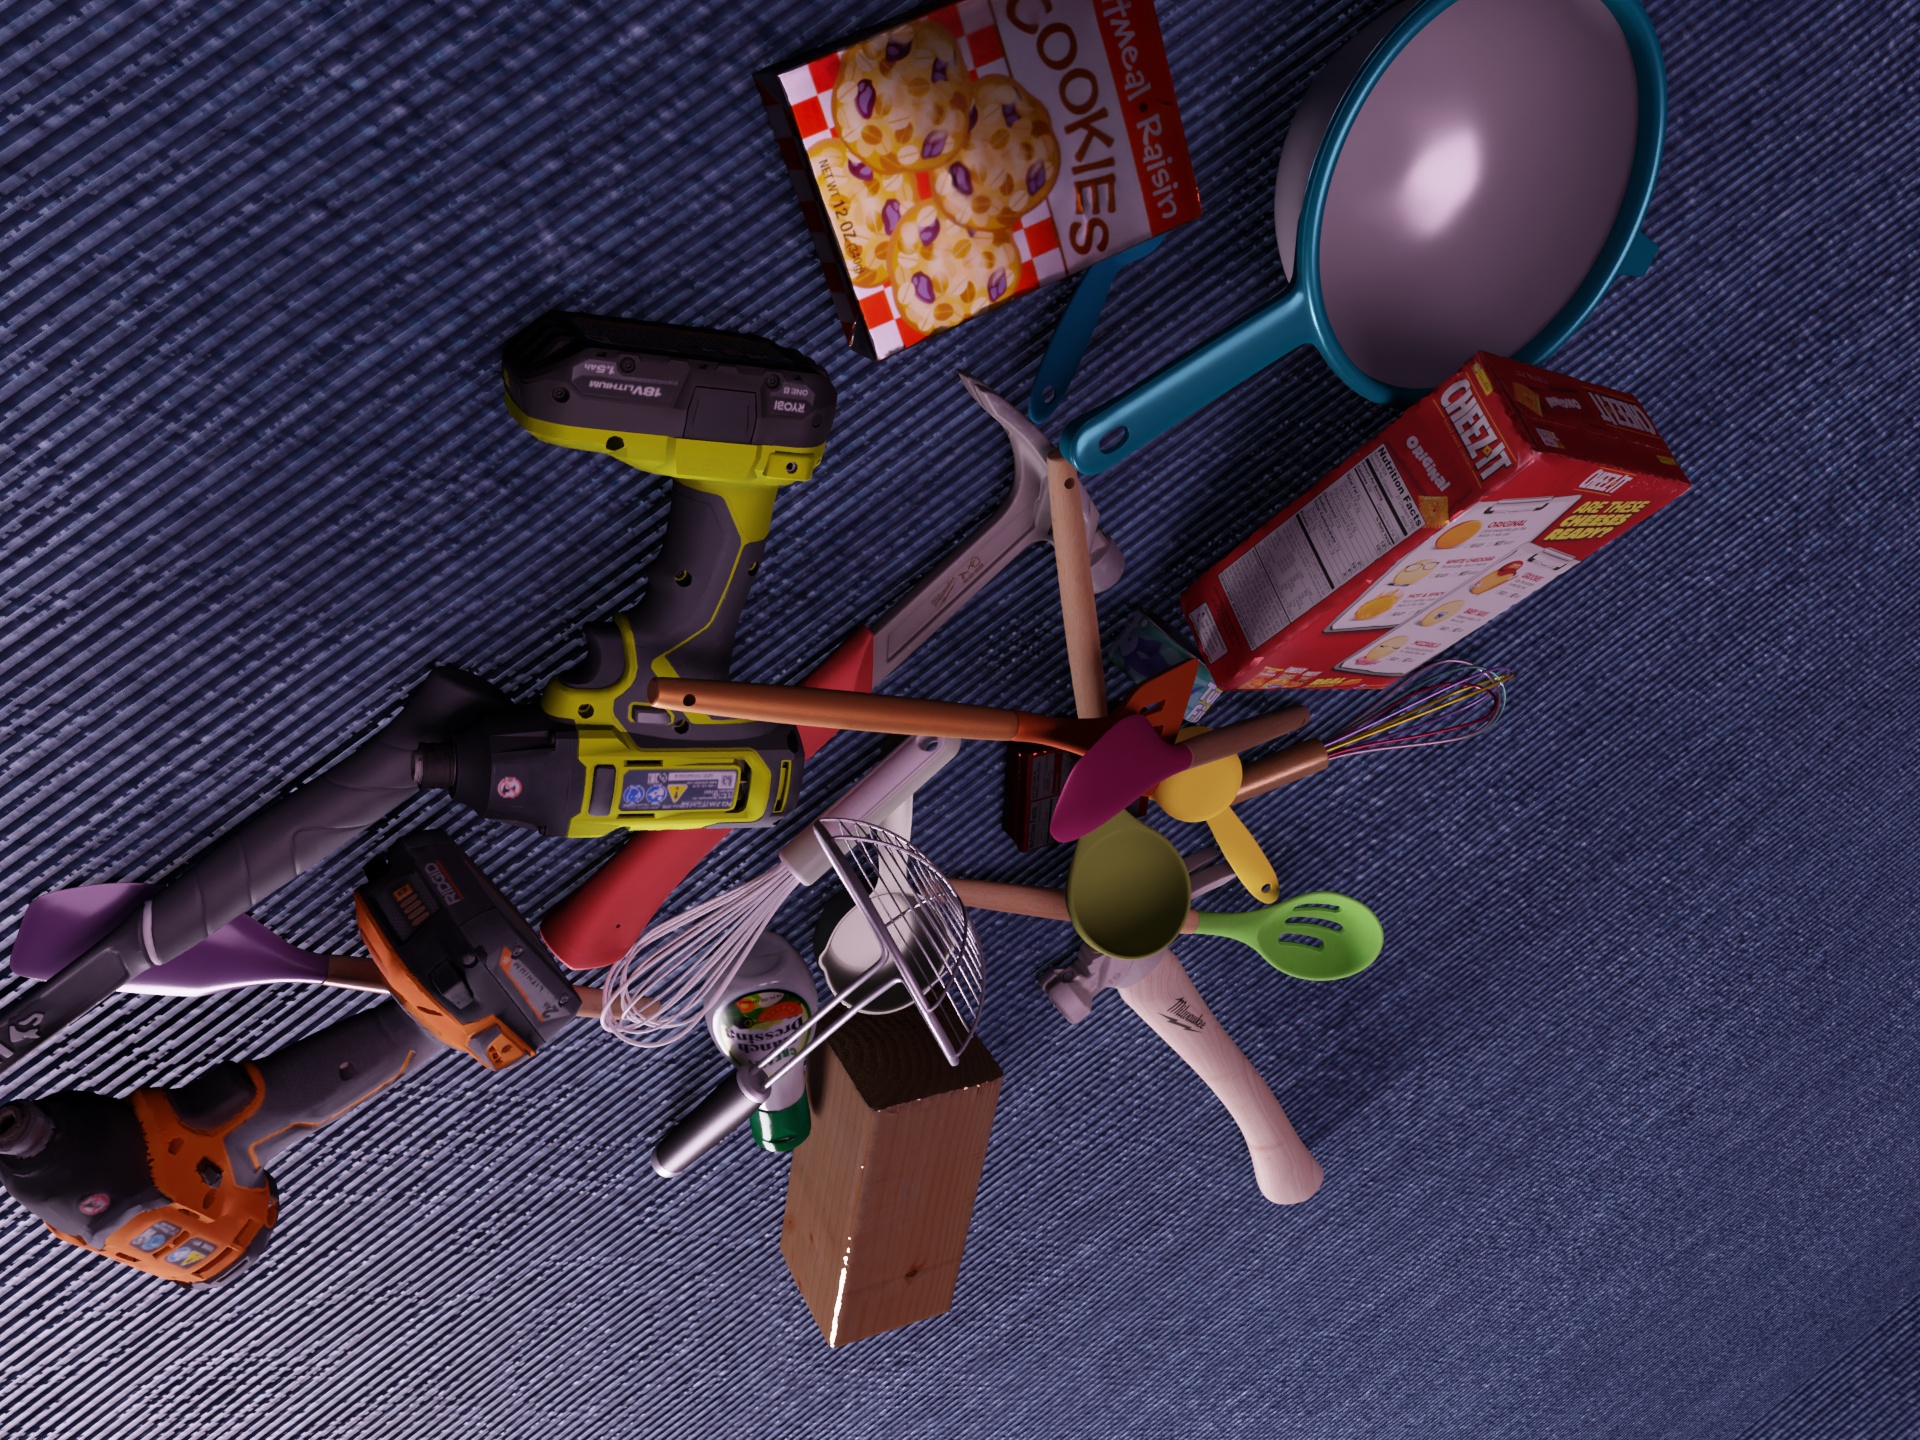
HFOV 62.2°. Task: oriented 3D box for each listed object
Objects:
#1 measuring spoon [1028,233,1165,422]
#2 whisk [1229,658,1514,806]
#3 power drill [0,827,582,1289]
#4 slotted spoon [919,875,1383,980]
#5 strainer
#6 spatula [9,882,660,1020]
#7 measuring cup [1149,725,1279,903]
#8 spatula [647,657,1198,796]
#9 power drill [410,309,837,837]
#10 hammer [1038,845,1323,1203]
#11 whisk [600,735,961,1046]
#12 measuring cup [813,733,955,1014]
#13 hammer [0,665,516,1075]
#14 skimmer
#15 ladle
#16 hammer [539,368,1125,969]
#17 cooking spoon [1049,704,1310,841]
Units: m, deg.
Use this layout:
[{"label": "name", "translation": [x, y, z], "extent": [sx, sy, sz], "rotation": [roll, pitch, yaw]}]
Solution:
[{"label": "measuring spoon", "translation": [0.067, -0.199, 0.755], "extent": [0.042, 0.021, 0.128], "rotation": [22, 94, -39]}, {"label": "whisk", "translation": [0.249, 0.015, 1.022], "extent": [0.245, 0.047, 0.051], "rotation": [-21, 118, -12]}, {"label": "power drill", "translation": [-0.299, 0.152, 0.708], "extent": [0.226, 0.084, 0.164], "rotation": [-37, 150, -13]}, {"label": "slotted spoon", "translation": [0.123, 0.120, 0.988], "extent": [0.313, 0.031, 0.070], "rotation": [9, 119, -20]}, {"label": "strainer", "translation": [0.177, -0.231, 0.770], "extent": [0.340, 0.095, 0.210], "rotation": [-33, 131, -5]}, {"label": "spatula", "translation": [-0.290, 0.125, 0.791], "extent": [0.315, 0.018, 0.059], "rotation": [17, 109, -37]}, {"label": "measuring cup", "translation": [0.167, 0.068, 0.979], "extent": [0.062, 0.029, 0.156], "rotation": [-36, 121, 1]}, {"label": "spatula", "translation": [-0.001, -0.002, 0.758], "extent": [0.322, 0.041, 0.081], "rotation": [6, 108, -35]}, {"label": "power drill", "translation": [-0.143, -0.055, 0.693], "extent": [0.171, 0.080, 0.223], "rotation": [0, 114, -27]}, {"label": "hammer", "translation": [0.198, 0.246, 1.153], "extent": [0.146, 0.038, 0.410], "rotation": [-39, 133, -3]}, {"label": "whisk", "translation": [-0.095, 0.084, 0.849], "extent": [0.246, 0.058, 0.059], "rotation": [-42, 155, -2]}, {"label": "measuring cup", "translation": [-0.045, 0.083, 0.903], "extent": [0.083, 0.038, 0.167], "rotation": [-3, 106, -23]}, {"label": "hammer", "translation": [-0.370, 0.111, 0.704], "extent": [0.409, 0.036, 0.149], "rotation": [-37, 126, -8]}, {"label": "skimmer", "translation": [-0.101, 0.171, 0.815], "extent": [0.090, 0.127, 0.363], "rotation": [-17, 159, -45]}, {"label": "ladle", "translation": [0.078, 0.002, 0.855], "extent": [0.078, 0.062, 0.319], "rotation": [-26, 129, -19]}, {"label": "hammer", "translation": [-0.080, -0.010, 0.810], "extent": [0.359, 0.037, 0.149], "rotation": [-43, 132, 1]}, {"label": "cooking spoon", "translation": [0.131, 0.016, 0.871], "extent": [0.319, 0.017, 0.068], "rotation": [-14, 129, -57]}]
